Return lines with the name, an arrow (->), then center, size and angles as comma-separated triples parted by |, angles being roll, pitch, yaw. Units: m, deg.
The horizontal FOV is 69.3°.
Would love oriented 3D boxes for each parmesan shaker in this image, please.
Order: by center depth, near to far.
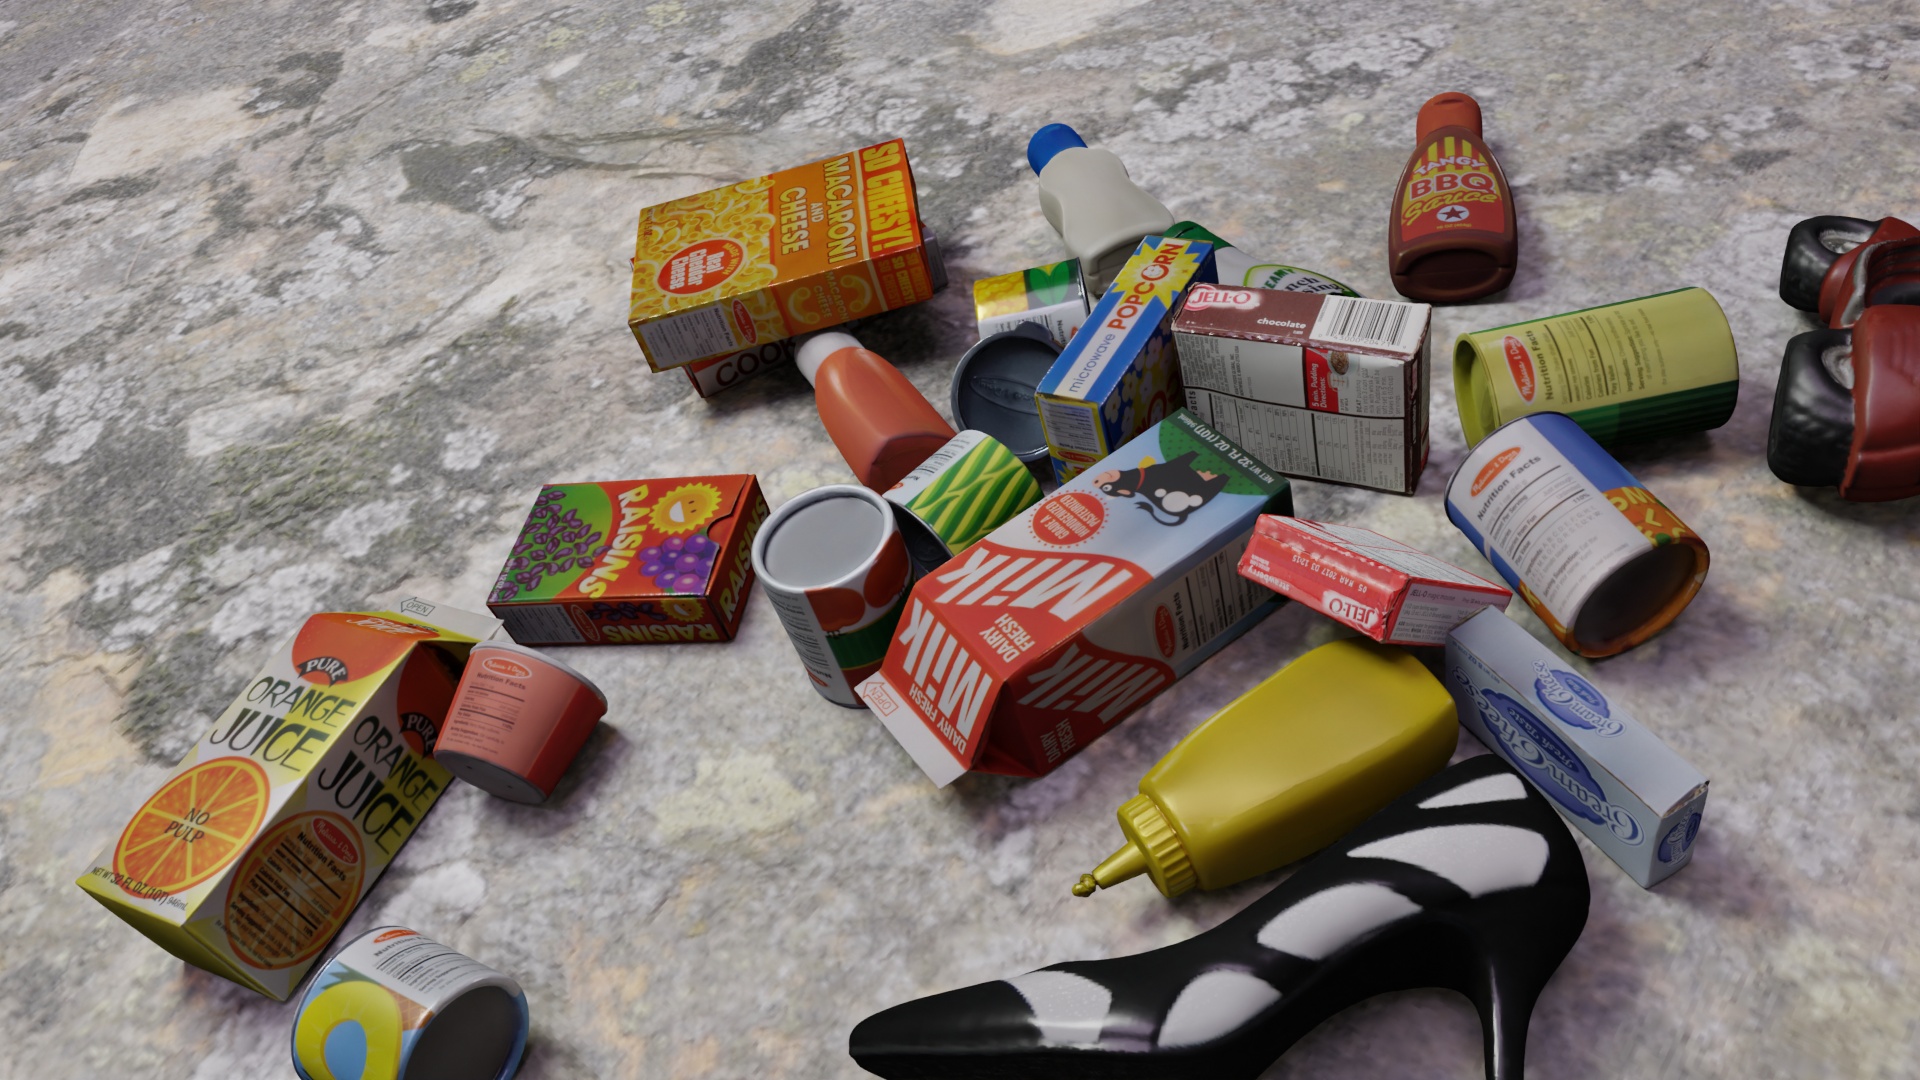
parmesan shaker -> 0.285, -0.069, 0.628 | 0.103, 0.071, 0.072 | -11, 45, 7

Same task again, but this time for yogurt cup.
yogurt cup -> -0.204, 0.085, 0.637 | 0.072, 0.072, 0.054 | 6, 58, 23

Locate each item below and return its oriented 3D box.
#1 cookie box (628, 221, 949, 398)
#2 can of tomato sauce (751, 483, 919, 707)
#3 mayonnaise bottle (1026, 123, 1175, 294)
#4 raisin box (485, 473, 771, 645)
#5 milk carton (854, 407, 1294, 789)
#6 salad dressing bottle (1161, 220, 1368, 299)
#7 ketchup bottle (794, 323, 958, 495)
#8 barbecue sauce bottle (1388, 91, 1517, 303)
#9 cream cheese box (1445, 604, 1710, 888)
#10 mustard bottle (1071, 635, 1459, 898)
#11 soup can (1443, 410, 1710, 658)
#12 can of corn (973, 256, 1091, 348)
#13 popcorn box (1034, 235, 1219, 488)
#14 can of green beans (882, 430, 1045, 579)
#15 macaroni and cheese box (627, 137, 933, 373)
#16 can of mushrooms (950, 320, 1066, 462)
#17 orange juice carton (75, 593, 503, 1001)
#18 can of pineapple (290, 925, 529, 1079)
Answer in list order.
cookie box -> -0.109, -0.166, 0.866 | 0.168, 0.040, 0.123 | -27, 45, -10
can of tomato sauce -> -0.049, 0.024, 0.631 | 0.071, 0.082, 0.071 | -9, 46, 10
mayonnaise bottle -> 0.079, -0.206, 0.843 | 0.065, 0.041, 0.149 | -19, 43, -3
raisin box -> -0.168, 0.009, 0.715 | 0.123, 0.040, 0.086 | -2, 46, 15
milk carton -> 0.050, 0.031, 0.599 | 0.191, 0.073, 0.072 | -34, 47, -14
salad dressing bottle -> 0.160, -0.125, 0.736 | 0.064, 0.043, 0.148 | -31, 46, -15
ketchup bottle -> -0.048, -0.072, 0.744 | 0.065, 0.043, 0.149 | 10, 26, -34
barbecue sauce bottle -> 0.270, -0.192, 0.765 | 0.065, 0.043, 0.149 | -1, 47, 19
cream cheese box -> 0.225, 0.075, 0.515 | 0.024, 0.053, 0.104 | -31, 46, -9
mustard bottle -> 0.111, 0.095, 0.534 | 0.160, 0.048, 0.065 | -28, 40, -8
soup can -> 0.254, -0.002, 0.574 | 0.071, 0.071, 0.084 | -23, 46, -4
can of corn -> 0.042, -0.115, 0.749 | 0.058, 0.070, 0.071 | -11, 45, 8
popcorn box -> 0.088, -0.078, 0.684 | 0.038, 0.084, 0.127 | 15, 54, 31
can of green beans -> 0.001, -0.010, 0.660 | 0.058, 0.071, 0.071 | -41, 48, -21
macaroni and cheese box -> -0.104, -0.167, 0.806 | 0.166, 0.040, 0.124 | -14, 44, 4
can of mushrooms -> 0.030, -0.076, 0.702 | 0.071, 0.071, 0.033 | -10, 8, 9
orange juice carton -> -0.292, 0.102, 0.641 | 0.072, 0.072, 0.194 | 9, 50, 26
can of pineapple -> -0.211, 0.192, 0.536 | 0.058, 0.070, 0.071 | 13, 52, 28
